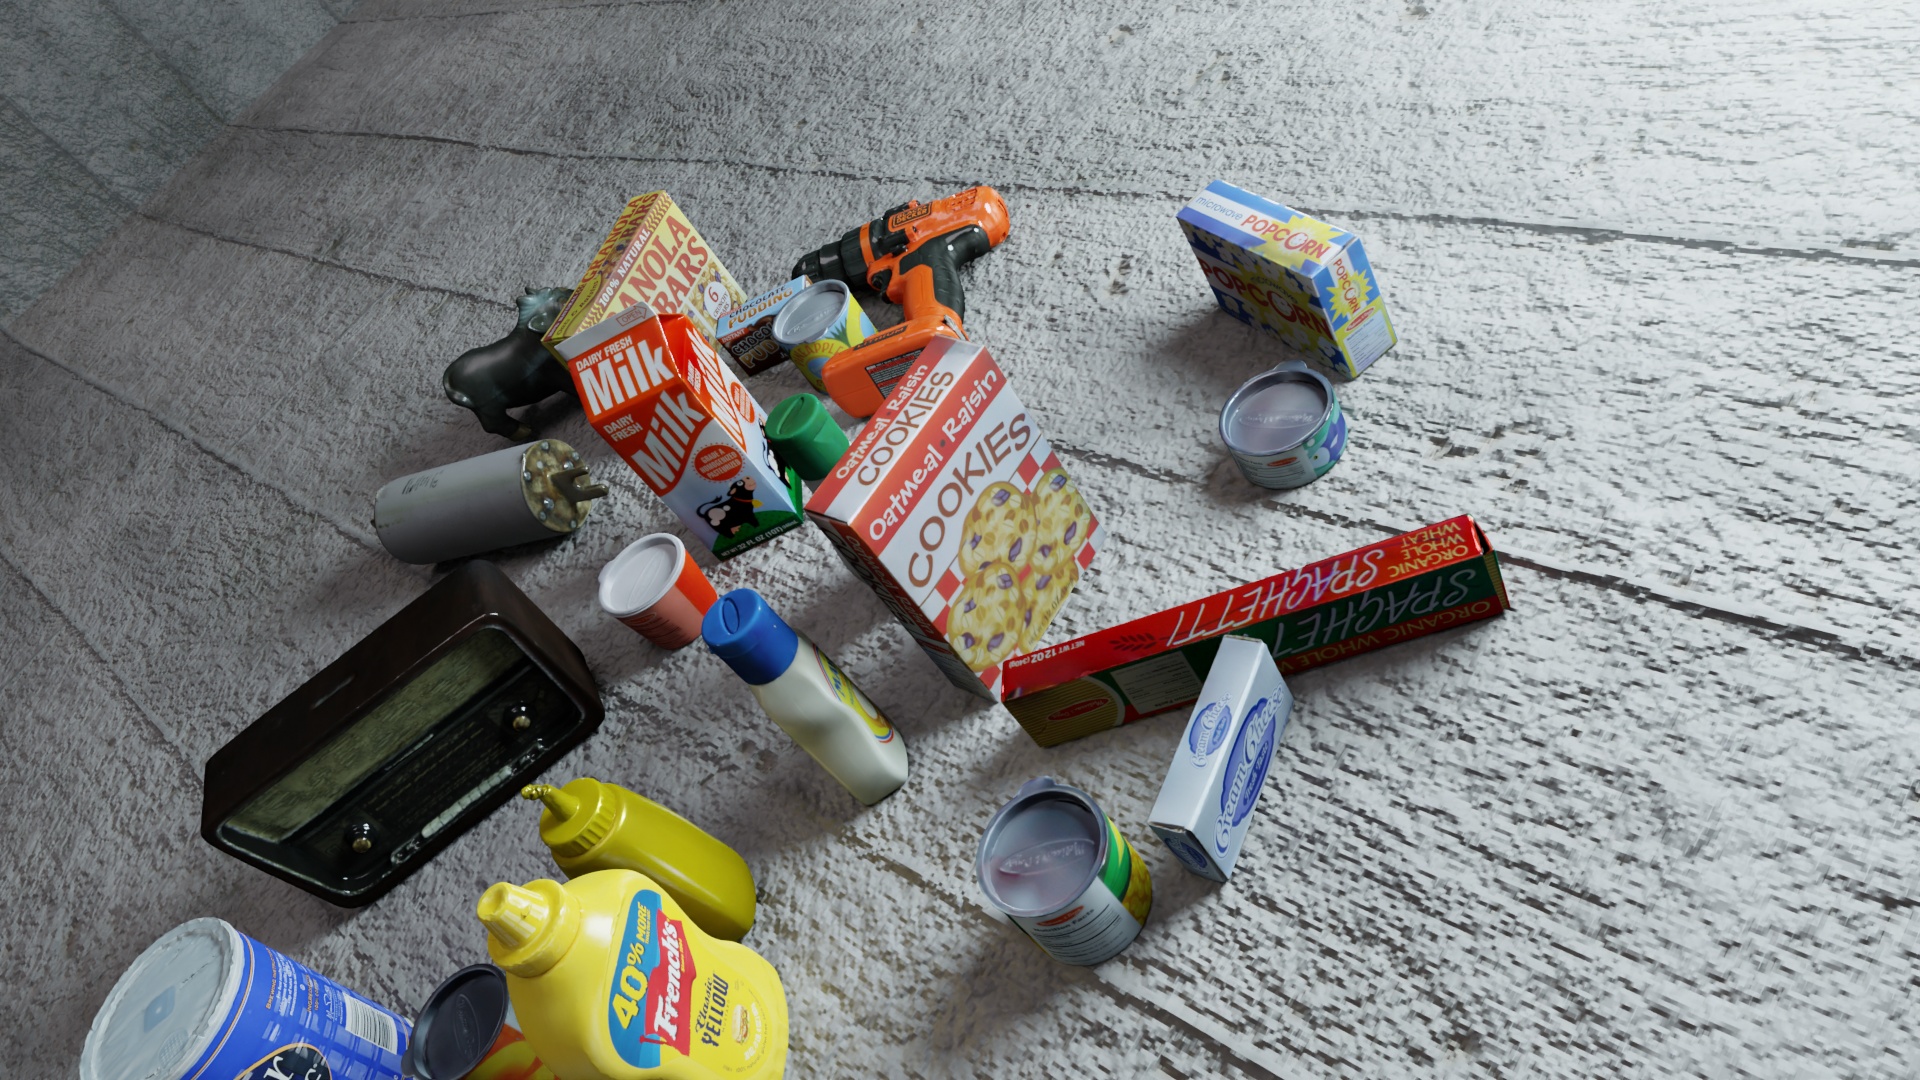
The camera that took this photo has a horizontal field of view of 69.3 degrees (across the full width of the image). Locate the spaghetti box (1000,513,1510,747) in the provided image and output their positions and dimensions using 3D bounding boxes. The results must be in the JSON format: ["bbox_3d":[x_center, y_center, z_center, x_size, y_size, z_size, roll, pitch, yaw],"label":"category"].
[{"bbox_3d":[0.142,0.049,0.695,0.250,0.050,0.029,-20,44,19],"label":"spaghetti box"}]

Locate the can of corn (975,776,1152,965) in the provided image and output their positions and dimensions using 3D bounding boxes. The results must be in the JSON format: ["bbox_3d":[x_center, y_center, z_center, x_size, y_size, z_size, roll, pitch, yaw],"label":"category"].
[{"bbox_3d":[0.049,0.156,0.654,0.071,0.058,0.071,-19,44,20],"label":"can of corn"}]

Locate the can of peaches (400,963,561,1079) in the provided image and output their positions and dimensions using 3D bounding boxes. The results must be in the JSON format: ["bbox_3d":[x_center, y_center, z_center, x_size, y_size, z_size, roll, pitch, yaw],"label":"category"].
[{"bbox_3d":[-0.256,0.274,0.755,0.071,0.058,0.071,-19,44,20],"label":"can of peaches"}]

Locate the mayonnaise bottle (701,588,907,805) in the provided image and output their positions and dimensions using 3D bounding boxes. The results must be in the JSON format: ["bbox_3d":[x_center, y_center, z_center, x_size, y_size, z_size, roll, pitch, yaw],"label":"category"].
[{"bbox_3d":[-0.082,0.082,0.744,0.041,0.147,0.065,-33,41,5],"label":"mayonnaise bottle"}]

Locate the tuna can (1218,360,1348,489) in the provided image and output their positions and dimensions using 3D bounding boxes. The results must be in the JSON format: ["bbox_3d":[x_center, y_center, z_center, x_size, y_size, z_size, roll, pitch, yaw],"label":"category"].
[{"bbox_3d":[0.183,-0.065,0.785,0.071,0.032,0.071,-19,44,20],"label":"tuna can"}]

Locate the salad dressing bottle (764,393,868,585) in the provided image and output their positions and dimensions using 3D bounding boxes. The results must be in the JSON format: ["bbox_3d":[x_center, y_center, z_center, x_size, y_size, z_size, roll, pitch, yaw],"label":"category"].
[{"bbox_3d":[-0.063,-0.026,0.832,0.044,0.147,0.064,5,56,38],"label":"salad dressing bottle"}]

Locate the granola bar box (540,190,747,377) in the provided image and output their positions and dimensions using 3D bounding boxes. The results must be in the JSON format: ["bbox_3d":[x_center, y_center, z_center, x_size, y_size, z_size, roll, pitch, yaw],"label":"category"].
[{"bbox_3d":[-0.250,-0.179,1.118,0.039,0.123,0.166,-3,51,33],"label":"granola bar box"}]

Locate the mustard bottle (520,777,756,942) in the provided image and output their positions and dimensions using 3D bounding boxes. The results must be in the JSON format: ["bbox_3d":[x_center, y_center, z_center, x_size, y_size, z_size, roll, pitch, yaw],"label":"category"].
[{"bbox_3d":[-0.170,0.163,0.722,0.065,0.159,0.049,-22,43,17],"label":"mustard bottle"}]

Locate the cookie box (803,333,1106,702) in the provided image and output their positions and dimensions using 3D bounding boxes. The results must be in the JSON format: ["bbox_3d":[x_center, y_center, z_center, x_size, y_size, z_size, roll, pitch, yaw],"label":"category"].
[{"bbox_3d":[0.003,-0.009,0.756,0.040,0.167,0.123,16,63,43],"label":"cookie box"}]

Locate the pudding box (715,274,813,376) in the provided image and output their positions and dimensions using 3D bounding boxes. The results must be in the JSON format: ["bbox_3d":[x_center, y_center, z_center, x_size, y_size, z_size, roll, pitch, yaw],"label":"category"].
[{"bbox_3d":[-0.145,-0.169,1.094,0.083,0.049,0.030,-21,43,17],"label":"pudding box"}]

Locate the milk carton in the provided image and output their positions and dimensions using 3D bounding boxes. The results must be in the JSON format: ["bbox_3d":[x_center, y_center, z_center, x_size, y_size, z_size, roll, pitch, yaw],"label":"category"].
[{"bbox_3d":[-0.184,-0.079,0.931,0.072,0.190,0.074,-25,43,14],"label":"milk carton"}]

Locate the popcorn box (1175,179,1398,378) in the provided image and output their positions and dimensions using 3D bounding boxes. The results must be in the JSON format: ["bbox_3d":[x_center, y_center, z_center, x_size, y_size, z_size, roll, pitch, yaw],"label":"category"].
[{"bbox_3d":[0.192,-0.157,0.824,0.038,0.085,0.127,-42,41,-5],"label":"popcorn box"}]

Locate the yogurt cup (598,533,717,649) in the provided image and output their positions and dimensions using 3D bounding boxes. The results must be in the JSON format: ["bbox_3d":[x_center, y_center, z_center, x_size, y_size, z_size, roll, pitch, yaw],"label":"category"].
[{"bbox_3d":[-0.201,0.037,0.940,0.072,0.053,0.073,-19,44,20],"label":"yogurt cup"}]

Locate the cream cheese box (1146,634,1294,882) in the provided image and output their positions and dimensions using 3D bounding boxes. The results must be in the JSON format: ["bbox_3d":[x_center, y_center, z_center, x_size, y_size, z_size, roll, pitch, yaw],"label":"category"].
[{"bbox_3d":[0.125,0.102,0.655,0.024,0.053,0.104,6,56,38],"label":"cream cheese box"}]

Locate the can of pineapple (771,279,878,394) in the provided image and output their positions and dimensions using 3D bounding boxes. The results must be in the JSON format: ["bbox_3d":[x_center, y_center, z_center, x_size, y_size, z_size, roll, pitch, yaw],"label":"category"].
[{"bbox_3d":[-0.098,-0.150,1.038,0.071,0.057,0.071,-19,44,20],"label":"can of pineapple"}]
